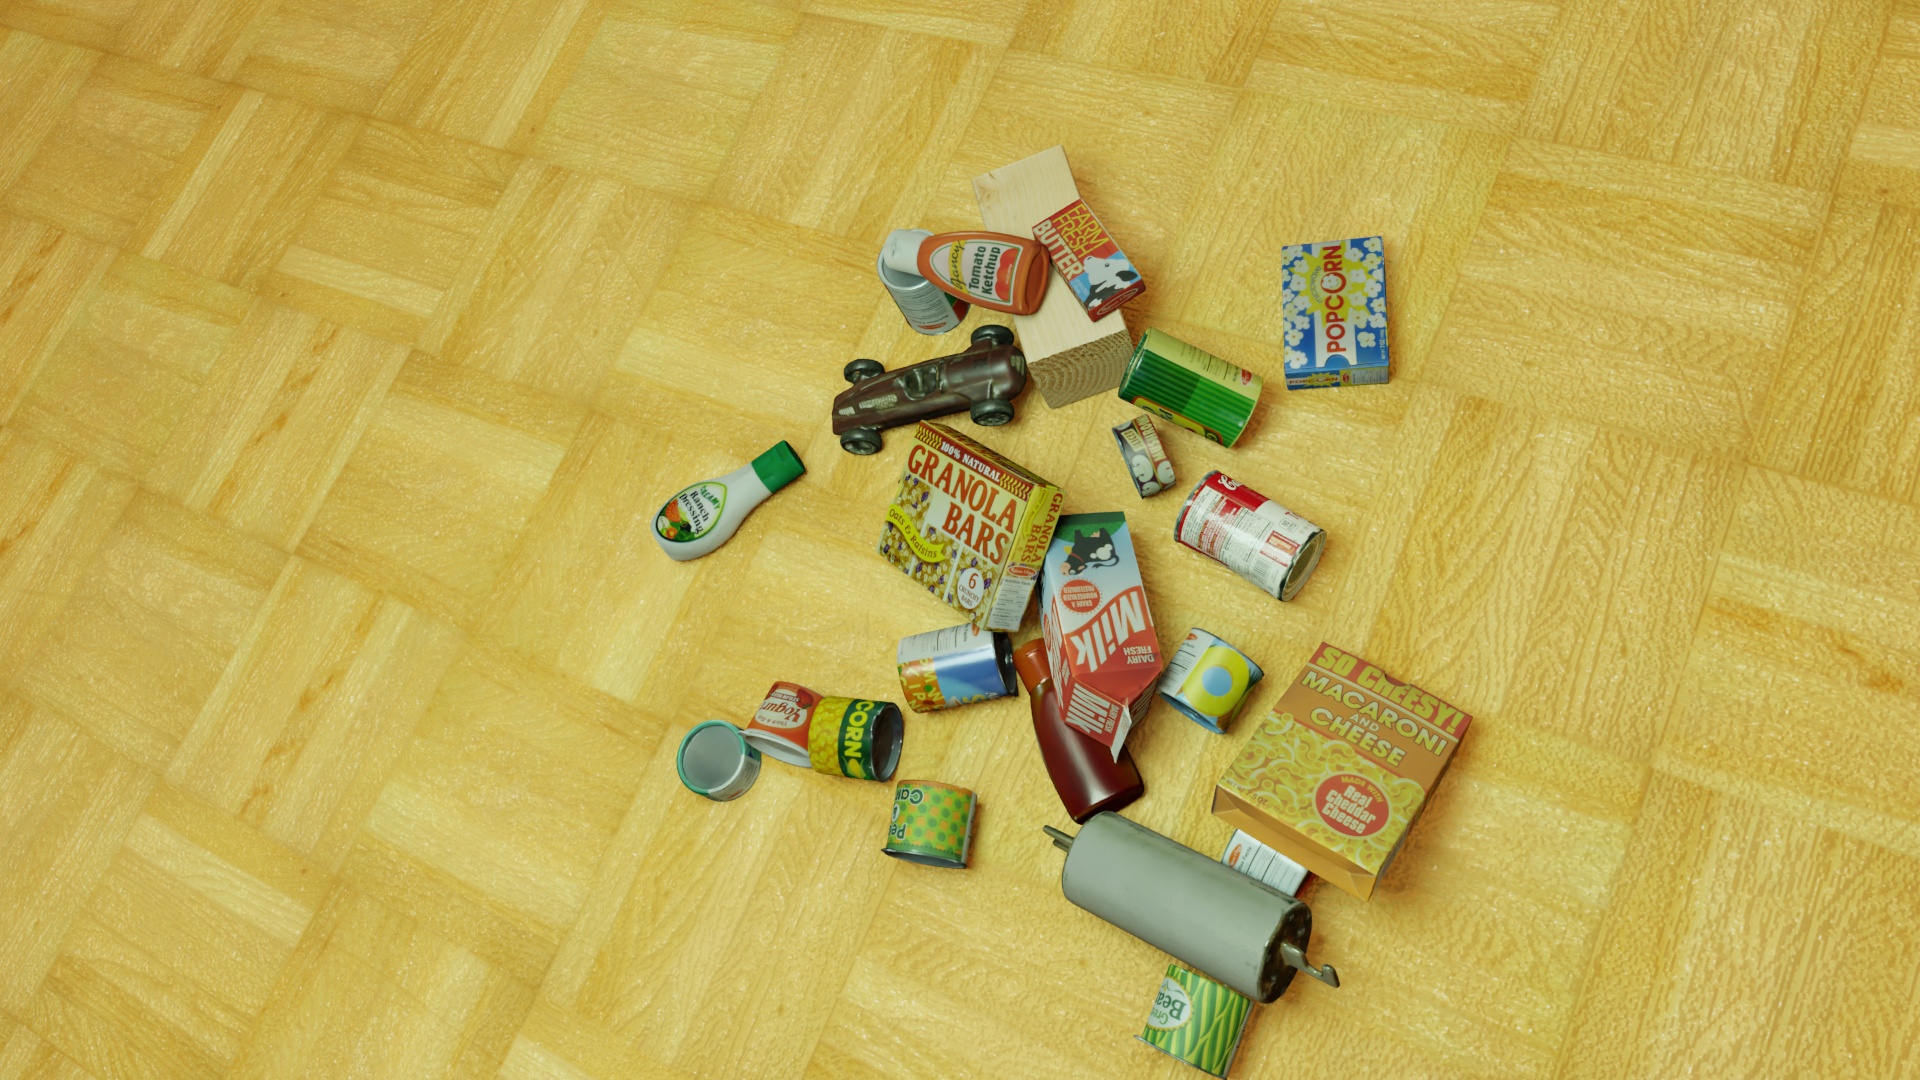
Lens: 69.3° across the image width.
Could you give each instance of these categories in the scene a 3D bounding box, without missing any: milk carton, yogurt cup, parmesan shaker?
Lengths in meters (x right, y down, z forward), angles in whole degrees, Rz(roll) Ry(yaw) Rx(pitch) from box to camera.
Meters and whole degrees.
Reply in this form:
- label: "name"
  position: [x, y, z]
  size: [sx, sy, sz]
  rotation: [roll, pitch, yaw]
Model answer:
- label: "milk carton"
  position: [0.108, 0.074, 1.089]
  size: [0.073, 0.072, 0.191]
  rotation: [-4, 55, -7]
- label: "yogurt cup"
  position: [-0.142, 0.154, 1.169]
  size: [0.072, 0.072, 0.054]
  rotation: [12, 65, 22]
- label: "parmesan shaker"
  position: [0.190, -0.128, 1.158]
  size: [0.103, 0.071, 0.071]
  rotation: [24, 77, -2]

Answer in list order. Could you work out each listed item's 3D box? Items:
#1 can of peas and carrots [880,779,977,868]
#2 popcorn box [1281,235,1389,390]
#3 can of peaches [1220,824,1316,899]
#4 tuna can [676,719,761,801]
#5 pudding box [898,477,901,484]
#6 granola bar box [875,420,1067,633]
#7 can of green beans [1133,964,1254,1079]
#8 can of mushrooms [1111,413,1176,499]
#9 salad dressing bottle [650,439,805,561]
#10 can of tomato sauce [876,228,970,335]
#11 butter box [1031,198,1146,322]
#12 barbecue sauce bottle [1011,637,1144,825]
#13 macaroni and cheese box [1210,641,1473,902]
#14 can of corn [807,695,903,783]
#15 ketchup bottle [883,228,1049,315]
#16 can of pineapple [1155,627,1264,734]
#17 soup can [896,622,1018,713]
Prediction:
- label: "can of peas and carrots"
  position: [-0.025, 0.224, 1.099]
  size: [0.071, 0.070, 0.059]
  rotation: [3, 69, 19]
- label: "popcorn box"
  position: [0.318, -0.193, 1.179]
  size: [0.085, 0.038, 0.127]
  rotation: [-2, 68, 16]
- label: "can of peaches"
  position: [0.234, 0.227, 1.019]
  size: [0.058, 0.071, 0.071]
  rotation: [31, 81, 26]
- label: "tuna can"
  position: [-0.209, 0.187, 1.193]
  size: [0.071, 0.032, 0.071]
  rotation: [-6, 67, 15]
- label: "pudding box"
  position: [-0.007, -0.048, 1.227]
  size: [0.084, 0.030, 0.050]
  rotation: [30, 81, 26]
- label: "granola bar box"
  position: [0.004, -0.014, 1.137]
  size: [0.166, 0.039, 0.124]
  rotation: [33, 108, 48]
- label: "can of green beans"
  position: [0.169, 0.342, 0.990]
  size: [0.071, 0.071, 0.058]
  rotation: [19, 75, 23]
- label: "can of mushrooms"
  position: [0.153, -0.072, 1.163]
  size: [0.033, 0.071, 0.071]
  rotation: [-22, 64, 6]
- label: "salad dressing bottle"
  position: [-0.213, -0.038, 1.280]
  size: [0.147, 0.044, 0.064]
  rotation: [-34, 64, 2]
- label: "can of tomato sauce"
  position: [-0.034, -0.240, 1.284]
  size: [0.071, 0.083, 0.071]
  rotation: [-6, 68, 15]
- label: "butter box"
  position: [0.107, -0.237, 1.170]
  size: [0.053, 0.024, 0.104]
  rotation: [-32, 63, 1]
- label: "barbecue sauce bottle"
  position: [0.087, 0.148, 1.109]
  size: [0.065, 0.043, 0.149]
  rotation: [-27, 62, 0]
- label: "macaroni and cheese box"
  position: [0.278, 0.161, 1.005]
  size: [0.124, 0.040, 0.167]
  rotation: [28, 52, 25]
- label: "can of corn"
  position: [-0.087, 0.162, 1.143]
  size: [0.058, 0.071, 0.071]
  rotation: [4, 70, 20]
- label: "ketchup bottle"
  position: [0.003, -0.237, 1.193]
  size: [0.149, 0.043, 0.064]
  rotation: [19, 104, 31]
- label: "can of pineapple"
  position: [0.194, 0.110, 1.078]
  size: [0.071, 0.071, 0.058]
  rotation: [32, 82, 26]
- label: "soup can"
  position: [-0.002, 0.106, 1.144]
  size: [0.084, 0.071, 0.071]
  rotation: [-14, 65, 13]
